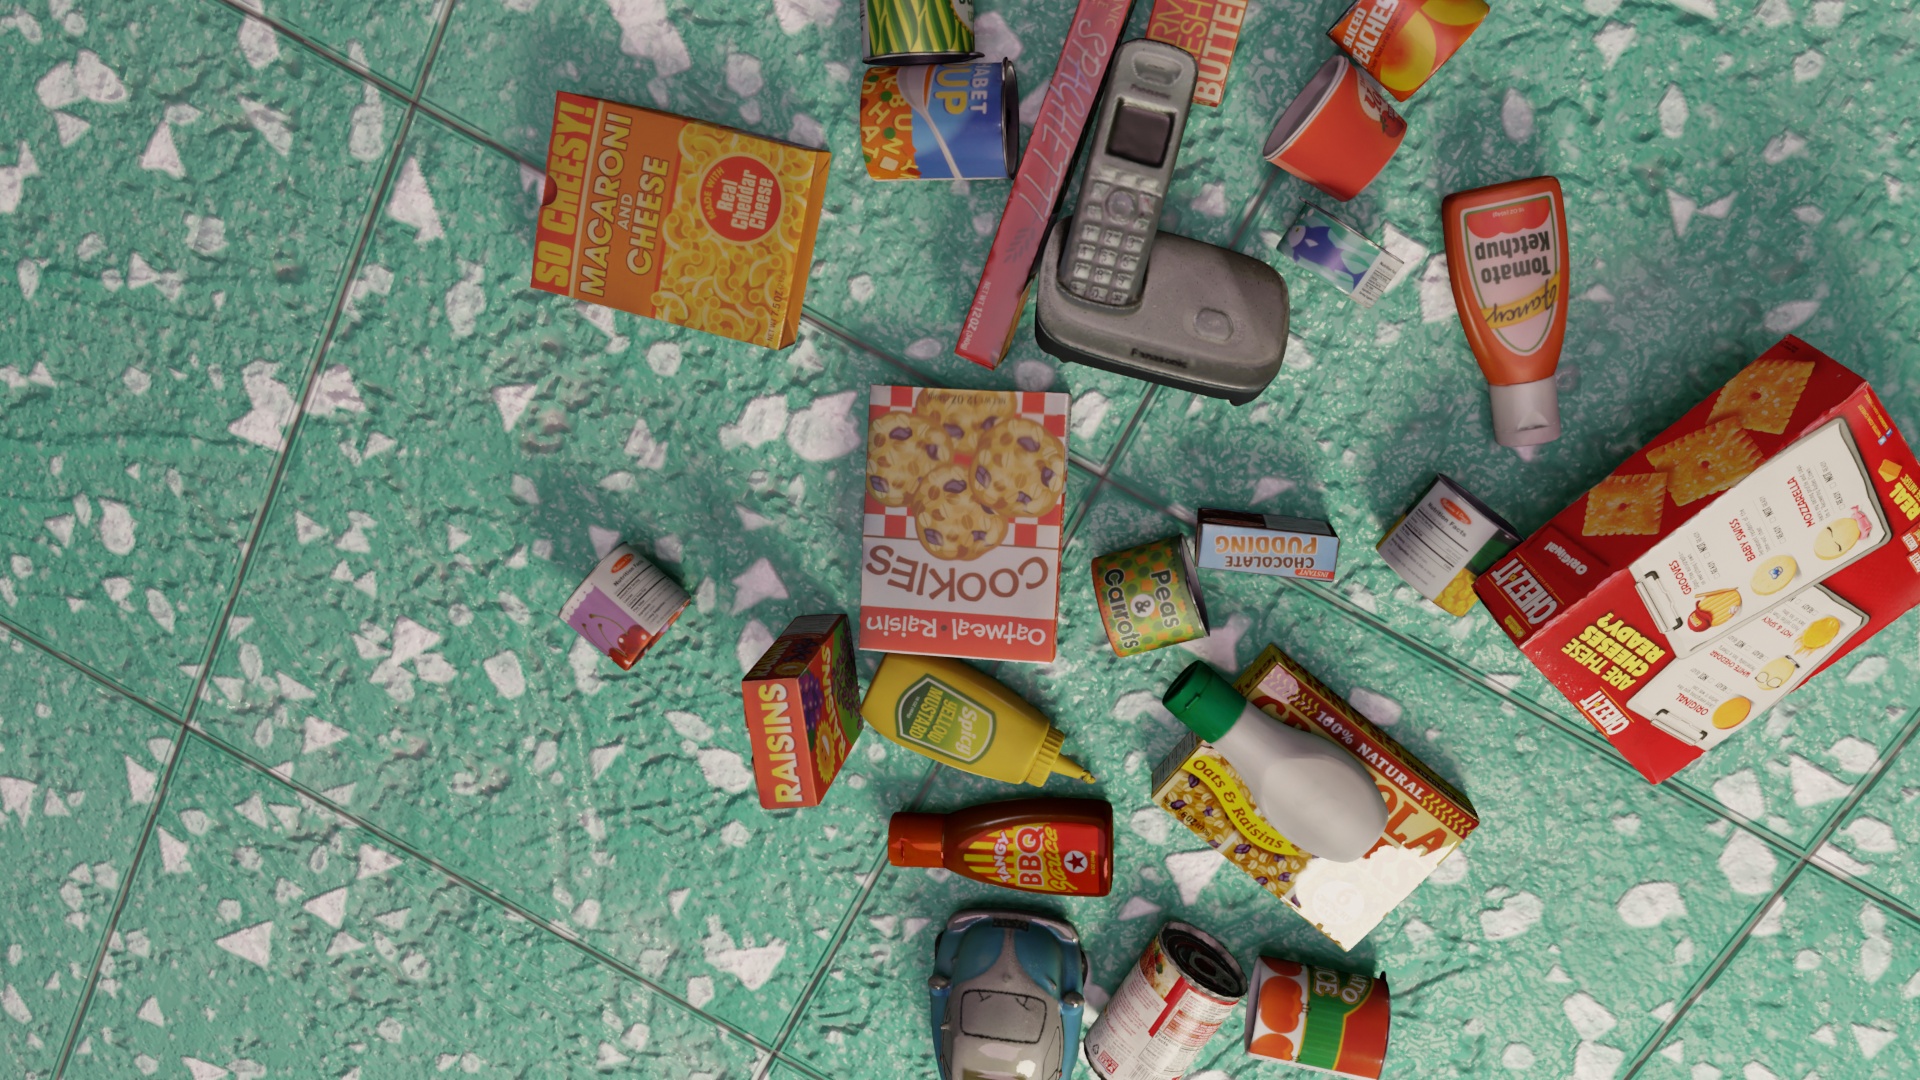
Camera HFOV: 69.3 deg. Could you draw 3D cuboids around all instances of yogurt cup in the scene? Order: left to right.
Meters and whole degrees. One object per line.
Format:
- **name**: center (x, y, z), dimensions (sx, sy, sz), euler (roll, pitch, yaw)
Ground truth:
- **yogurt cup**: center (0.211, -0.227, 0.778), dimensions (0.054, 0.072, 0.072), euler (34, 107, -9)

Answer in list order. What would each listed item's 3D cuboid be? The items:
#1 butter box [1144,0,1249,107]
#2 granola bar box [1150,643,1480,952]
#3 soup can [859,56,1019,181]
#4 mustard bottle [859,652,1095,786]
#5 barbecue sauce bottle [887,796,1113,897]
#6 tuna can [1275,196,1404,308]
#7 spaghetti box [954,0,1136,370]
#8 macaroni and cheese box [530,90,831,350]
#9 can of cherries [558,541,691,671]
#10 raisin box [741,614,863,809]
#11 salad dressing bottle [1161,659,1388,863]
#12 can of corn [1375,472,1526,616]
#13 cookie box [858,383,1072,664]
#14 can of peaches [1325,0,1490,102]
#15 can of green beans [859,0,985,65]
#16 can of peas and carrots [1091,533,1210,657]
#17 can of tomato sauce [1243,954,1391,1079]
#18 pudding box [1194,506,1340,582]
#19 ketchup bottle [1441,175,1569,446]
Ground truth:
- **butter box**: center (0.136, -0.304, 0.790), dimensions (0.053, 0.024, 0.103), euler (15, 106, 4)
- **granola bar box**: center (0.224, 0.166, 0.889), dimensions (0.165, 0.039, 0.124), euler (38, 107, -2)
- **soup can**: center (-0.011, -0.245, 0.806), dimensions (0.084, 0.071, 0.071), euler (1, 105, 9)
- **mustard bottle**: center (0.016, 0.122, 0.906), dimensions (0.160, 0.049, 0.065), euler (24, 103, 3)
- **barbecue sauce bottle**: center (0.027, 0.202, 0.928), dimensions (0.148, 0.044, 0.064), euler (1, 106, 9)
- **tuna can**: center (0.214, -0.164, 0.792), dimensions (0.071, 0.071, 0.032), euler (33, 108, 0)
- **spaghetti box**: center (0.053, -0.222, 0.811), dimensions (0.029, 0.050, 0.249), euler (21, 106, 3)
- **macaroni and cheese box**: center (-0.175, -0.198, 0.859), dimensions (0.166, 0.040, 0.123), euler (14, 105, 5)
- **can of cherries**: center (-0.222, 0.045, 0.918), dimensions (0.058, 0.072, 0.071), euler (40, 107, -4)
- **raisin box**: center (-0.099, 0.105, 0.881), dimensions (0.040, 0.124, 0.086), euler (-4, 104, 10)
- **salad dressing bottle**: center (0.189, 0.132, 0.842), dimensions (0.147, 0.044, 0.064), euler (40, 106, -2)
- **can of corn**: center (0.292, 0.003, 0.824), dimensions (0.071, 0.071, 0.058), euler (37, 108, -1)
- **cookie box**: center (0.003, -0.011, 0.867), dimensions (0.123, 0.040, 0.167), euler (4, 95, 8)
- **can of peaches**: center (0.242, -0.281, 0.755), dimensions (0.058, 0.071, 0.071), euler (42, 107, -4)
- **can of green beans**: center (-0.025, -0.305, 0.794), dimensions (0.071, 0.071, 0.057), euler (0, 104, 9)
- **can of peas and carrots**: center (0.117, 0.035, 0.856), dimensions (0.058, 0.071, 0.071), euler (-16, 101, 14)
- **can of tomato sauce**: center (0.233, 0.311, 0.911), dimensions (0.083, 0.071, 0.071), euler (9, 106, 7)
- **pudding box**: center (0.185, 0.002, 0.847), dimensions (0.084, 0.050, 0.030), euler (7, 104, 7)
- **ketchup bottle**: center (0.317, -0.129, 0.796), dimensions (0.065, 0.044, 0.148), euler (-9, 103, 11)
